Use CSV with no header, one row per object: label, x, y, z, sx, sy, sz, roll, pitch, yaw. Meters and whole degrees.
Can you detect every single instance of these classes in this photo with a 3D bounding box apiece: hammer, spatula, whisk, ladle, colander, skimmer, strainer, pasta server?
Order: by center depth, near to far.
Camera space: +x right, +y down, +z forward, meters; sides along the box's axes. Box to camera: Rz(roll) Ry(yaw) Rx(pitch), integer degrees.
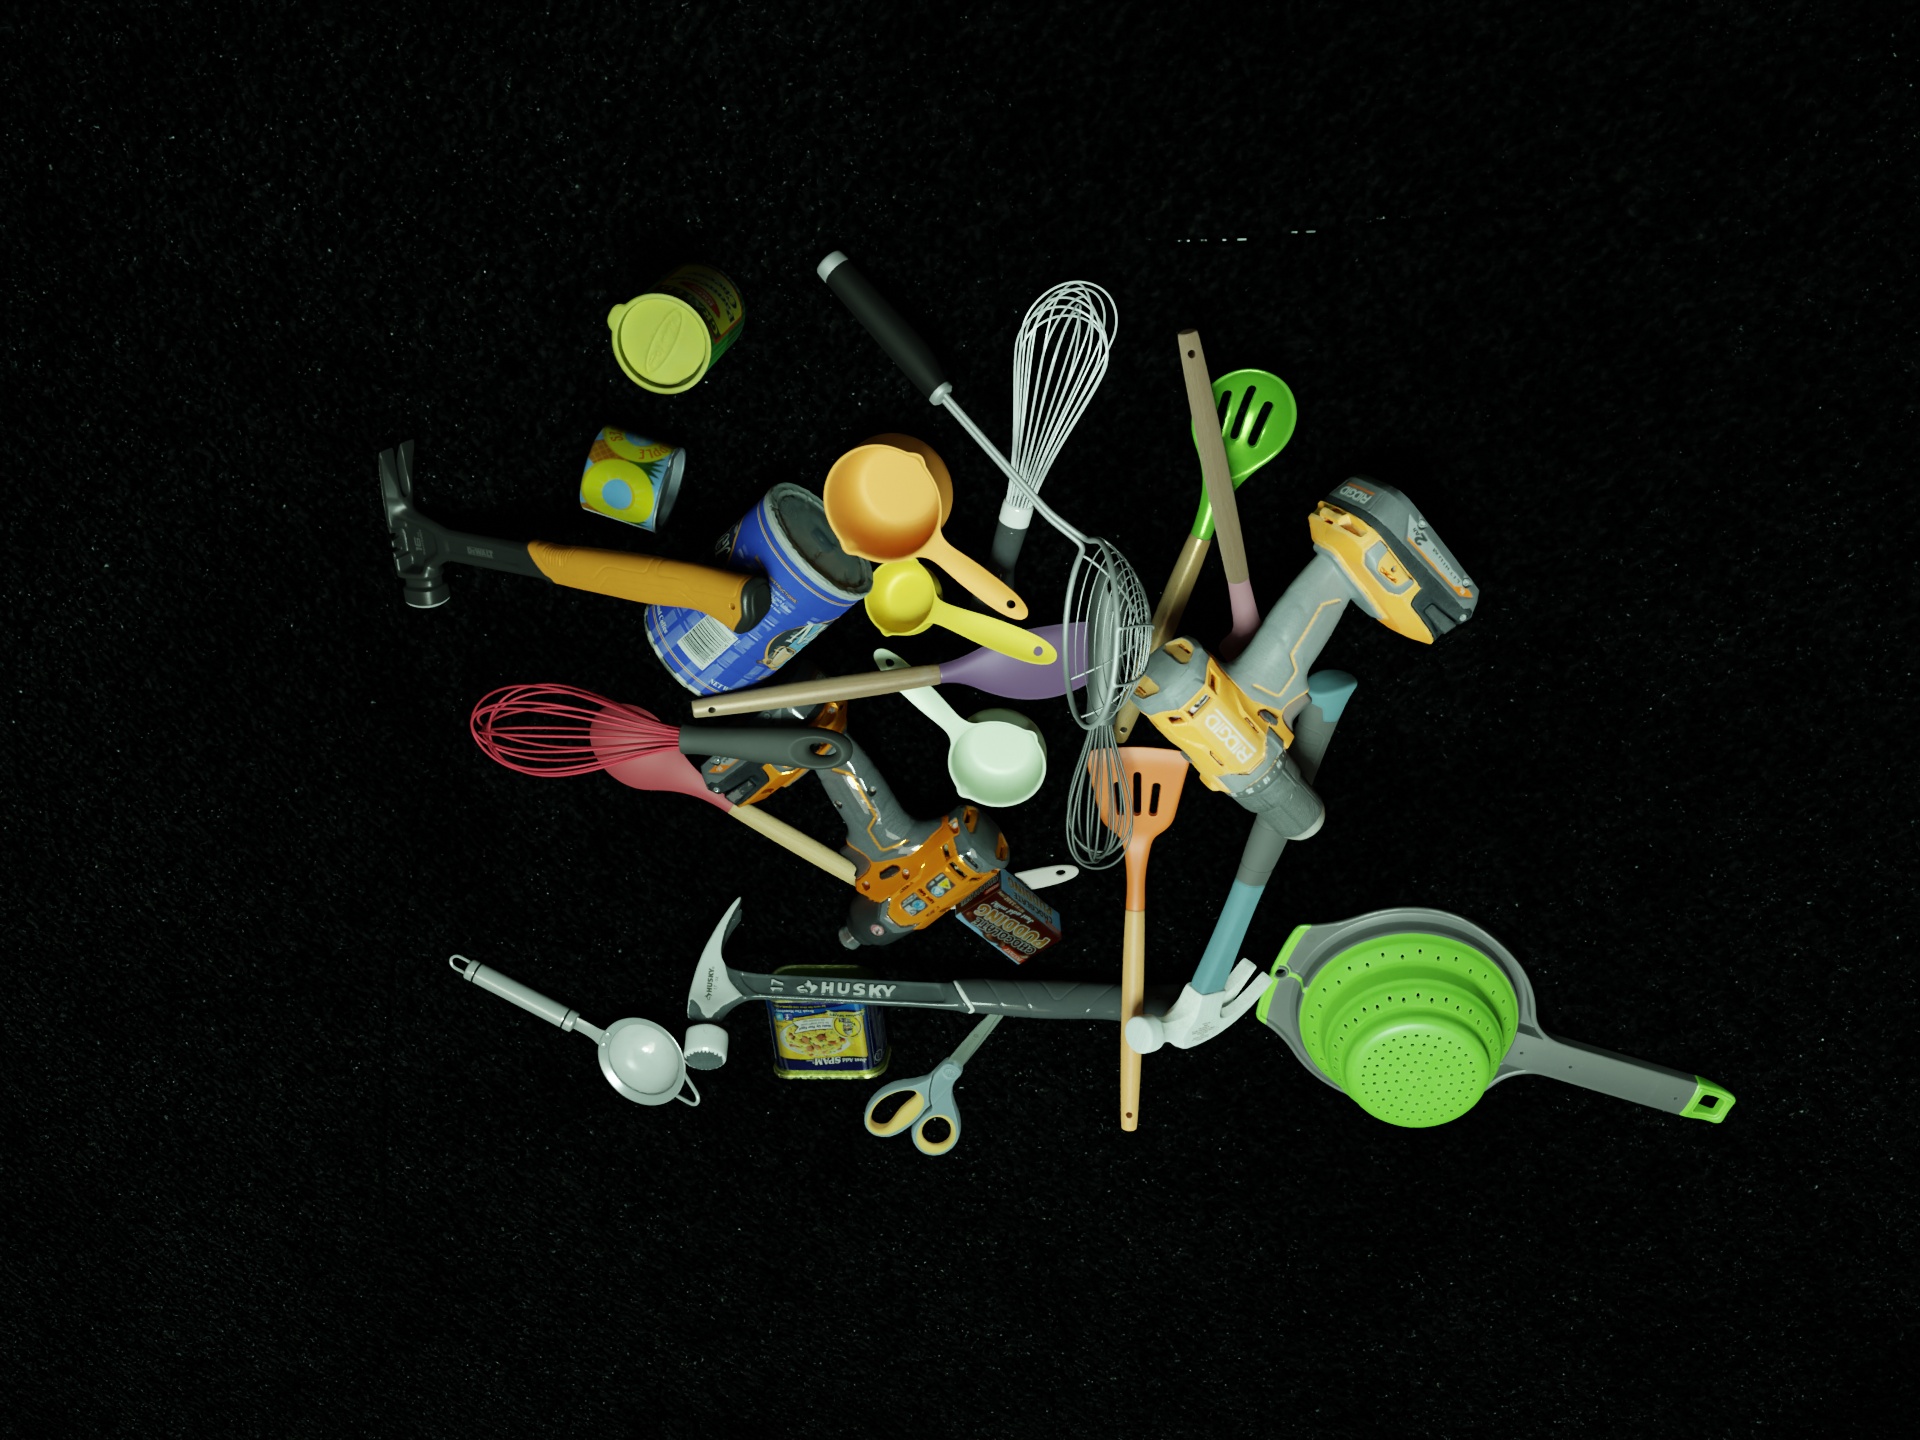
skimmer,0.005,-0.159,1.071,0.090,0.127,0.363,-40,87,-17
pasta server,0.189,-0.127,1.120,0.060,0.040,0.316,-14,120,6
whisk,0.047,-0.176,1.126,0.070,0.070,0.284,16,123,-1
hammer,-0.283,-0.120,1.149,0.337,0.034,0.127,12,120,25
spatula,-0.041,-0.029,1.183,0.316,0.018,0.059,-8,116,-10
whisk,-0.225,0.013,1.184,0.296,0.073,0.073,4,118,8
whisk,0.109,-0.001,1.201,0.055,0.055,0.239,3,106,6
hammer,0.230,0.113,1.236,0.128,0.033,0.331,-2,118,-41
spatula,0.139,0.177,1.278,0.081,0.041,0.322,2,98,7
colander,0.443,0.282,1.289,0.397,0.095,0.204,16,119,-1
ladle,-0.166,0.083,1.309,0.315,0.031,0.069,31,115,-11
hammer,-0.018,0.225,1.324,0.409,0.149,0.036,3,140,-4
strainer,-0.342,0.270,1.426,0.258,0.050,0.087,27,112,0

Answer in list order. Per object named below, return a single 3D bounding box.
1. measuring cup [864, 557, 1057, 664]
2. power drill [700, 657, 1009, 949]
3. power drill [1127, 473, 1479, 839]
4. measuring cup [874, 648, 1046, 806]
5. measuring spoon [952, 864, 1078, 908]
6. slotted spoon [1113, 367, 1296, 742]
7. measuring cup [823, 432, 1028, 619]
measuring cup,0.003,-0.073,1.172,0.156,0.029,0.062,23,97,17
power drill,-0.094,0.079,1.258,0.164,0.084,0.226,-40,104,23
power drill,0.251,-0.035,1.113,0.226,0.084,0.185,-45,116,3
measuring cup,-0.002,-0.004,1.234,0.167,0.038,0.083,43,115,-12
measuring spoon,0.036,0.131,1.315,0.124,0.018,0.034,-11,130,6
slotted spoon,0.164,-0.113,1.158,0.070,0.031,0.313,16,121,-4
measuring cup,-0.016,-0.137,1.147,0.173,0.052,0.095,38,119,-6
